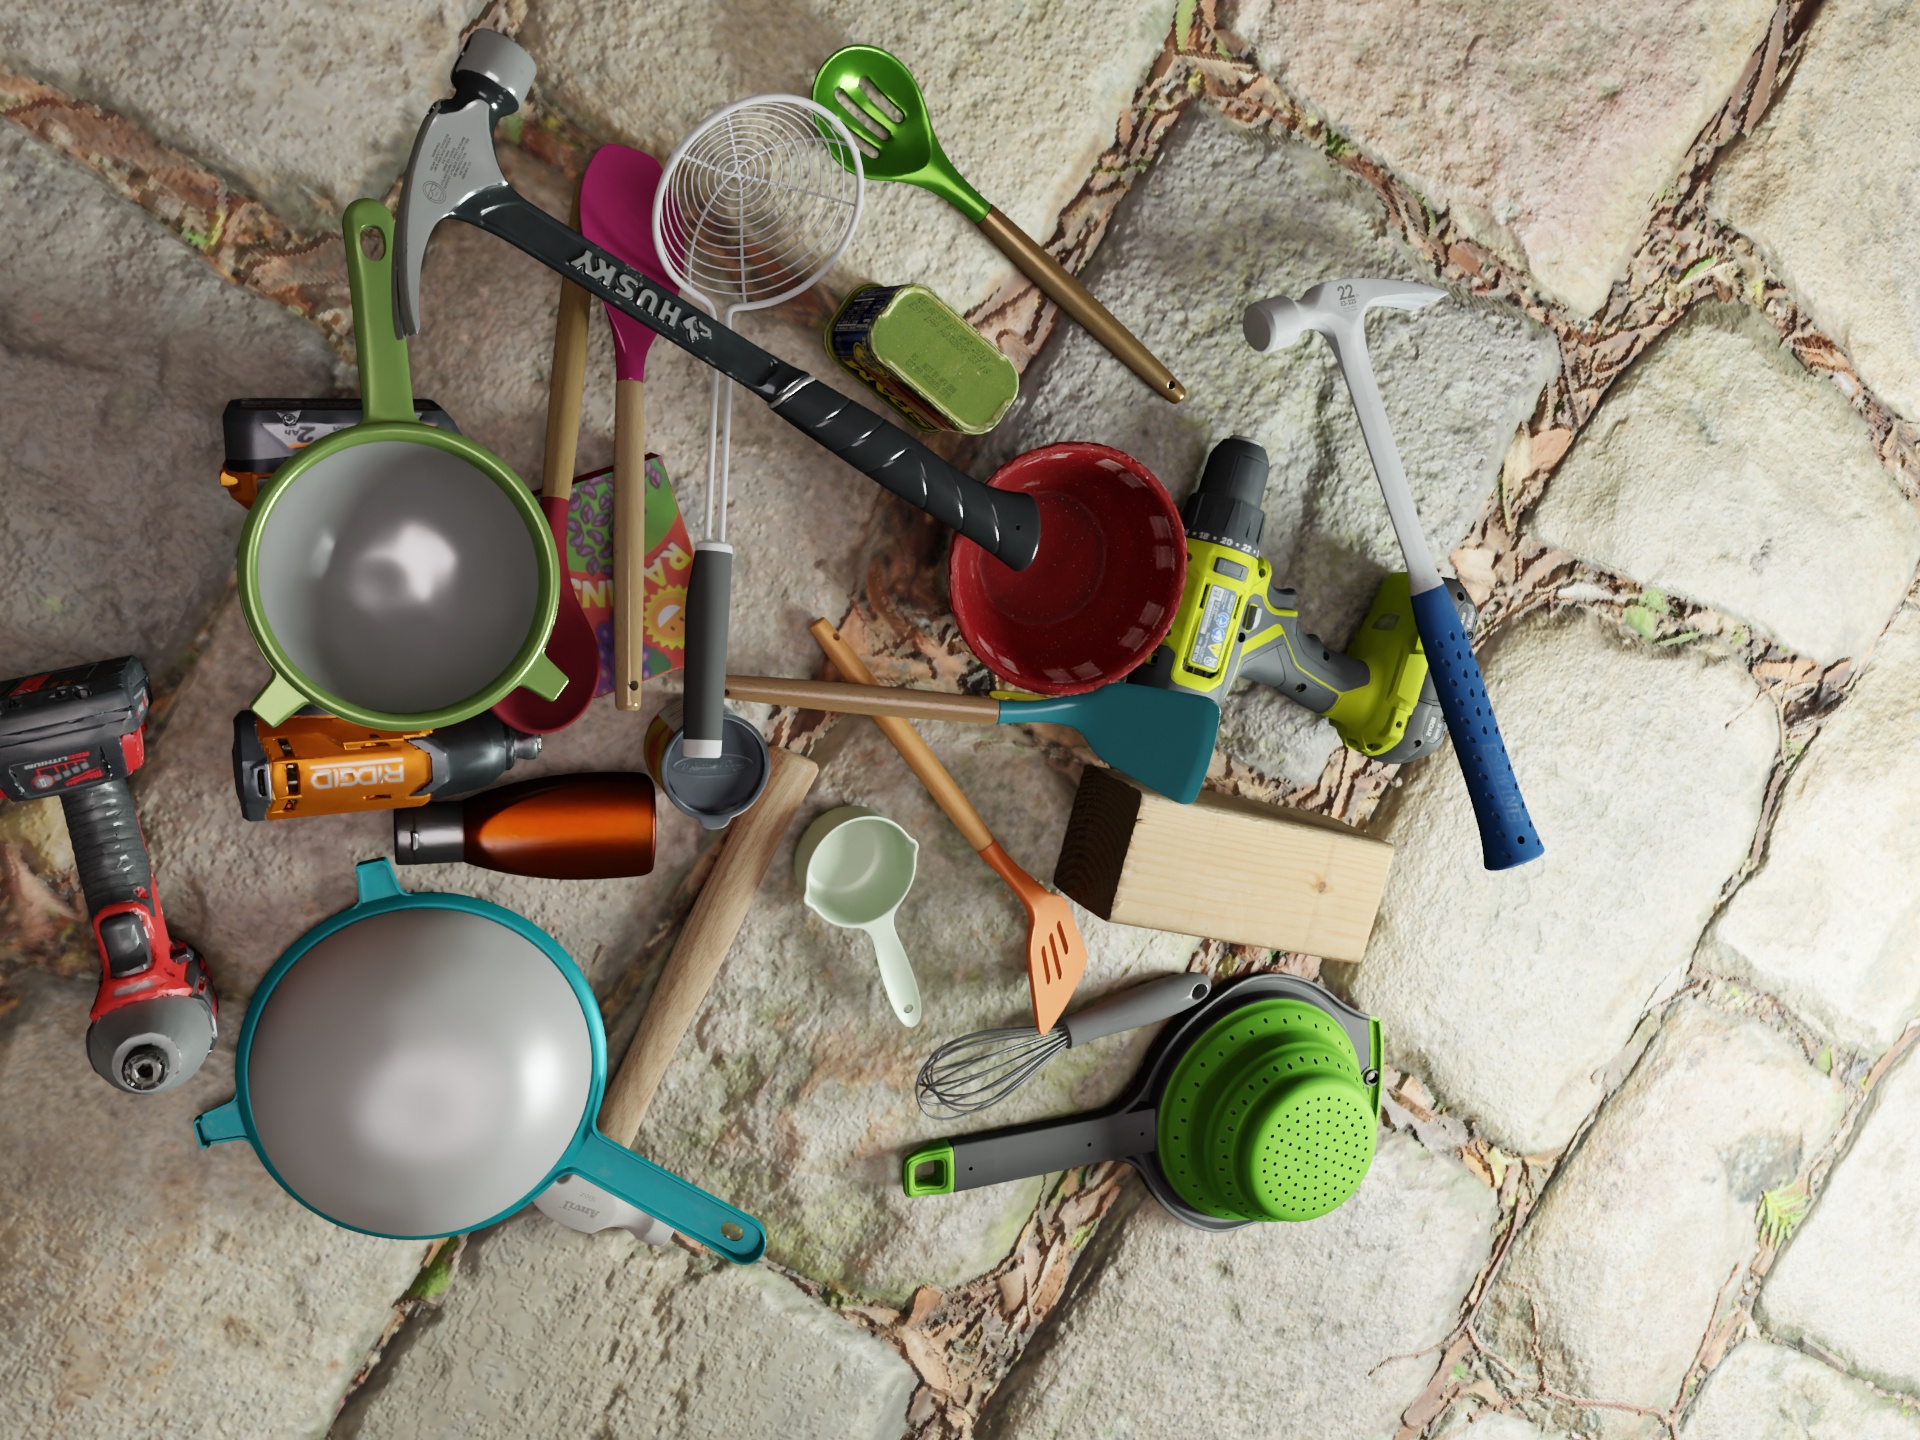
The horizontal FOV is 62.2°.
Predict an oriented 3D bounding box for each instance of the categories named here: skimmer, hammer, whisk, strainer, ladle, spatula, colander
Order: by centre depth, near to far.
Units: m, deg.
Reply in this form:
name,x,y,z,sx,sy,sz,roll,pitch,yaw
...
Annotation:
name,x,y,z,sx,sy,sz,roll,pitch,yaw
strainer,-0.288,-0.123,0.793,0.151,0.069,0.256,-7,94,-31
hammer,-0.108,-0.182,0.853,0.408,0.036,0.149,28,80,-34
ladle,-0.223,-0.148,0.881,0.069,0.031,0.315,7,84,-27
skimmer,-0.121,-0.159,0.895,0.127,0.090,0.363,3,90,-40
strainer,-0.257,0.243,0.920,0.340,0.095,0.211,32,87,-11
spatula,-0.002,-0.003,0.989,0.317,0.044,0.082,5,126,-7
hammer,-0.179,0.169,1.005,0.130,0.031,0.331,25,92,-25
spatula,-0.004,0.066,1.046,0.322,0.041,0.081,54,44,-15
hammer,0.313,-0.099,1.060,0.144,0.035,0.405,-20,93,-21
whisk,0.075,0.221,1.110,0.239,0.055,0.055,-16,107,-22
colander,0.157,0.303,1.132,0.397,0.095,0.204,-6,104,-20

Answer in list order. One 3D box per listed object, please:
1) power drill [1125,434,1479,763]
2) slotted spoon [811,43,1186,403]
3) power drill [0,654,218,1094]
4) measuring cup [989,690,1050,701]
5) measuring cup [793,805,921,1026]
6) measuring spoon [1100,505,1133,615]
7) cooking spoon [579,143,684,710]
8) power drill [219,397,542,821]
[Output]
name,x,y,z,sx,sy,sz,roll,pitch,yaw
power drill,0.235,-0.075,1.090,0.228,0.080,0.190,16,91,-22
slotted spoon,0.031,-0.295,0.986,0.313,0.031,0.070,36,88,-26
power drill,-0.440,0.085,0.824,0.078,0.143,0.219,-15,105,-20
measuring cup,0.090,0.010,1.072,0.156,0.062,0.029,13,117,-12
measuring cup,-0.059,0.130,1.044,0.083,0.038,0.167,-26,119,-18
measuring spoon,0.105,-0.112,1.066,0.021,0.011,0.117,1,105,-6
cooking spoon,-0.187,-0.165,0.894,0.068,0.017,0.319,2,86,-45
power drill,-0.317,-0.060,0.875,0.164,0.084,0.226,-4,107,-23
